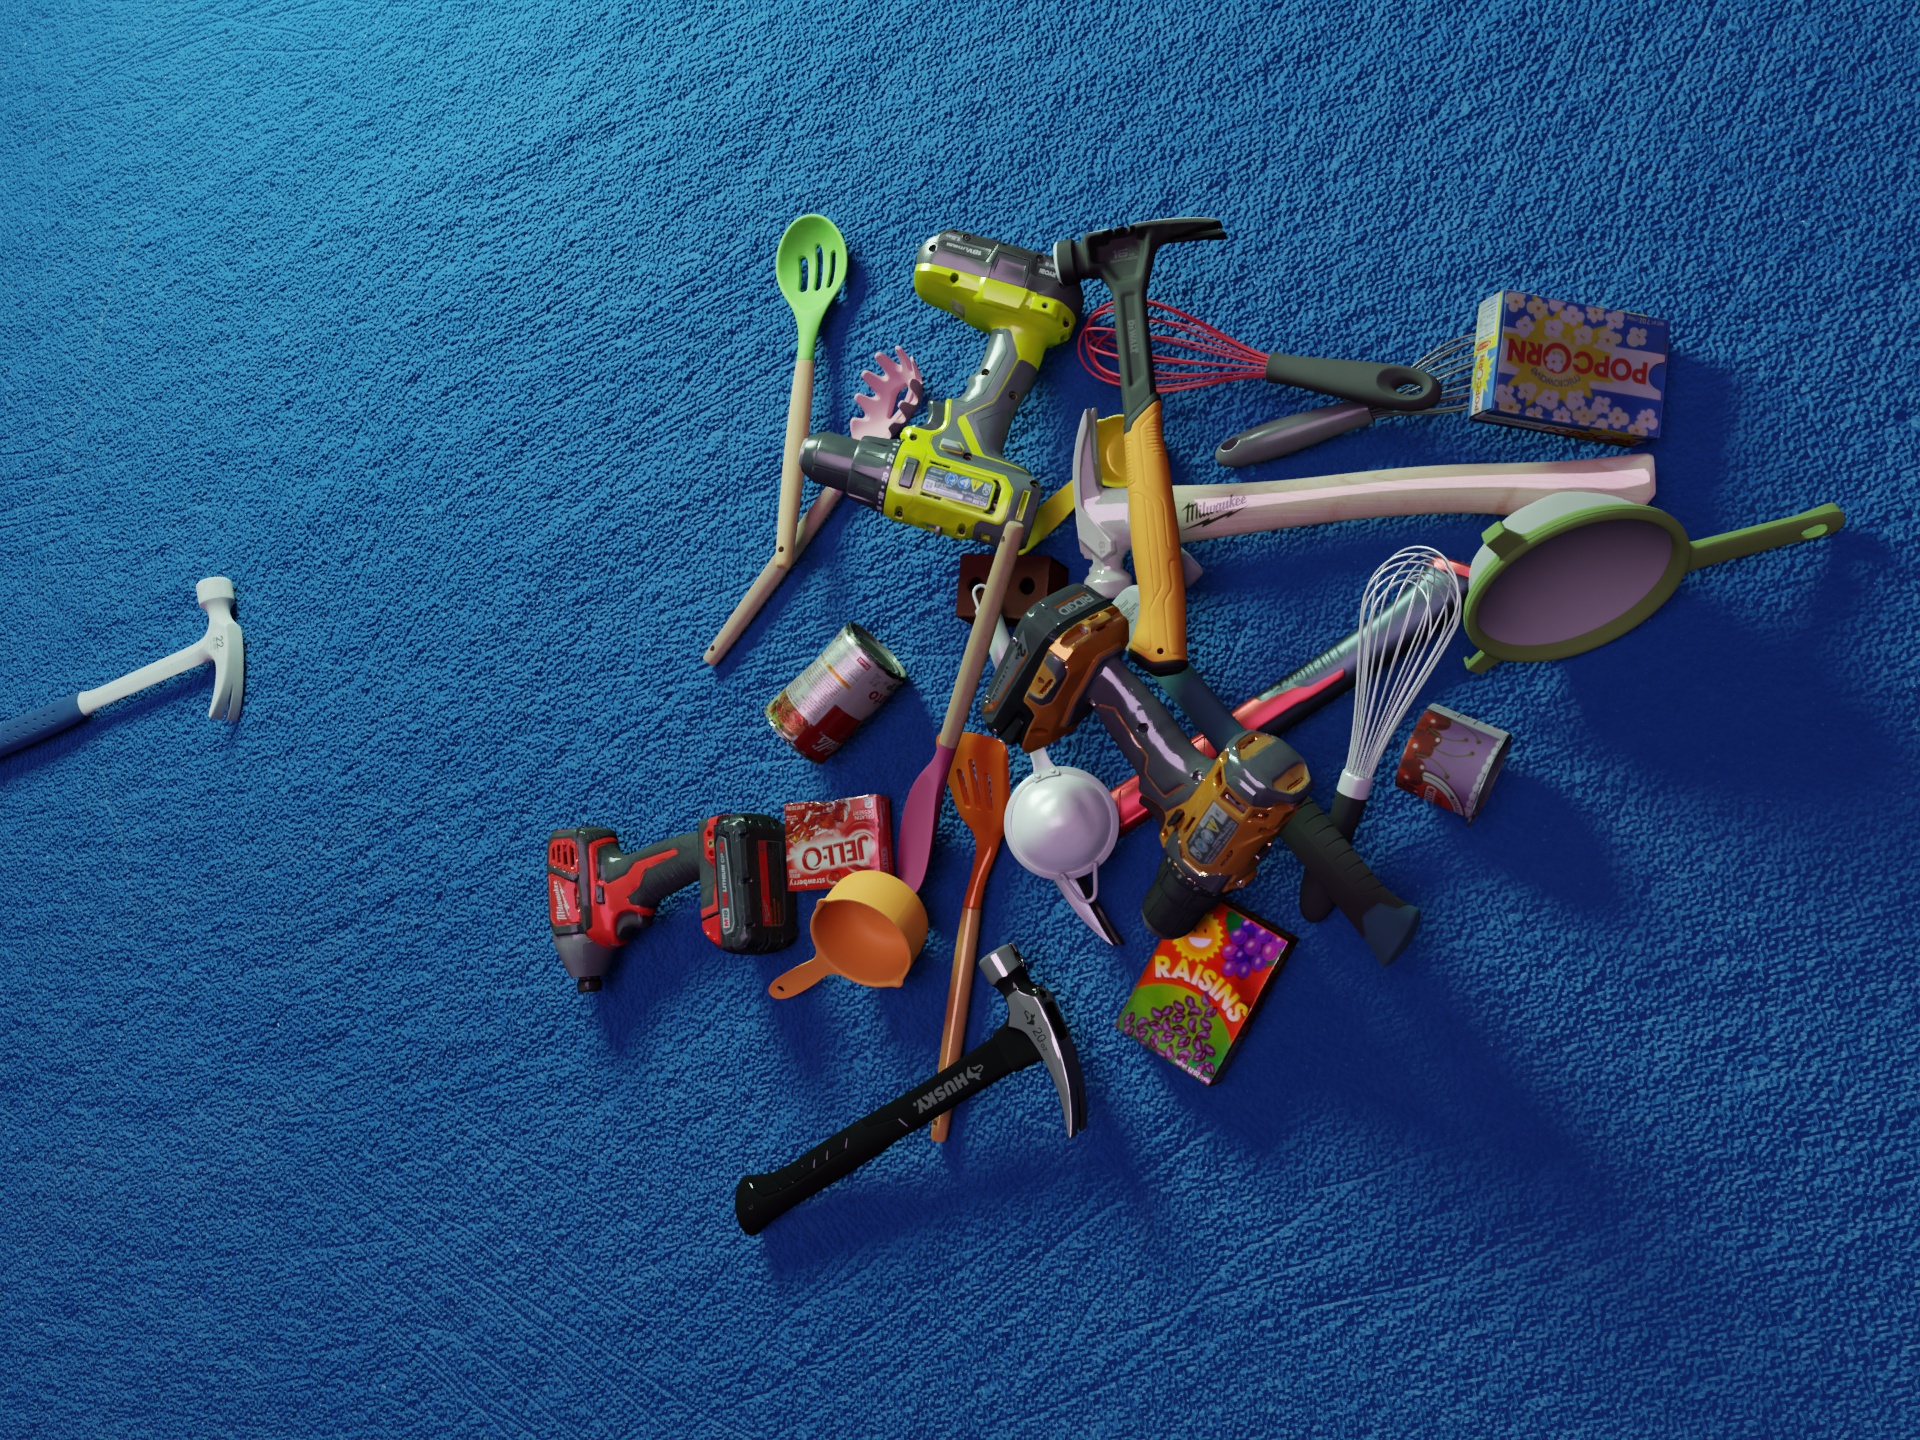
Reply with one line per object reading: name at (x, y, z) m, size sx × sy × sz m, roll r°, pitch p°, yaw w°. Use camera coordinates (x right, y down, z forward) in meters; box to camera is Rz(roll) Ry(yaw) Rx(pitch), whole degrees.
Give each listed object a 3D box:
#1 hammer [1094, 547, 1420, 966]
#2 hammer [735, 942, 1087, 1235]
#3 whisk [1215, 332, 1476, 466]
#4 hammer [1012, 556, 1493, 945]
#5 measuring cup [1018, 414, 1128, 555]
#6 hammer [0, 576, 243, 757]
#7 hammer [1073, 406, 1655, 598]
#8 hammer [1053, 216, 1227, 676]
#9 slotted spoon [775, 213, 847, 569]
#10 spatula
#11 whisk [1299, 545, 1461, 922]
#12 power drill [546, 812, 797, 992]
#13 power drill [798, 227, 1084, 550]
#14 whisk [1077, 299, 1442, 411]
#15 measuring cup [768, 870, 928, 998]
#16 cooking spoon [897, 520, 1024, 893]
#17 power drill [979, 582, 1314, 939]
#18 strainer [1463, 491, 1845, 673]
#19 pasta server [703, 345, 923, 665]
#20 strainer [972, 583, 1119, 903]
hammer at (0.209, 0.032, 1.133) m, size 0.128 × 0.033 × 0.331 m, roll -44°, pitch 65°, yaw 15°
hammer at (-0.050, 0.319, 1.244) m, size 0.334 × 0.035 × 0.146 m, roll -36°, pitch 76°, yaw 21°
whisk at (0.301, -0.233, 1.177) m, size 0.239 × 0.055 × 0.055 m, roll -16°, pitch 78°, yaw 25°
hammer at (0.227, 0.015, 1.181) m, size 0.386 × 0.038 × 0.143 m, roll -34°, pitch 74°, yaw 15°
measuring cup at (0.096, -0.182, 1.270) m, size 0.156 × 0.029 × 0.062 m, roll -40°, pitch 78°, yaw 26°
hammer at (-0.902, -0.015, 1.652) m, size 0.405 × 0.035 × 0.144 m, roll -19°, pitch 77°, yaw 19°
hammer at (0.284, -0.172, 1.163) m, size 0.411 × 0.038 × 0.146 m, roll -2°, pitch 103°, yaw 20°
hammer at (0.143, -0.200, 1.160) m, size 0.127 × 0.034 × 0.337 m, roll -6°, pitch 82°, yaw 17°
slotted spoon at (-0.136, -0.281, 1.356) m, size 0.070 × 0.031 × 0.314 m, roll 0°, pitch 78°, yaw 23°
spatula at (-0.001, 0.171, 1.255) m, size 0.081 × 0.041 × 0.322 m, roll 6°, pitch 88°, yaw 47°
whisk at (0.289, 0.015, 1.121) m, size 0.070 × 0.070 × 0.284 m, roll 21°, pitch 108°, yaw 23°
power drill at (-0.253, 0.153, 1.345) m, size 0.220 × 0.078 × 0.143 m, roll -8°, pitch 81°, yaw 24°
power drill at (-0.010, -0.261, 1.257) m, size 0.190 × 0.080 × 0.228 m, roll 17°, pitch 84°, yaw 3°
whisk at (0.215, -0.268, 1.189) m, size 0.296 × 0.073 × 0.073 m, roll 18°, pitch 91°, yaw 31°
measuring cup at (-0.095, 0.180, 1.290) m, size 0.095 × 0.052 × 0.173 m, roll 48°, pitch 131°, yaw -9°
cooking spoon at (-0.002, -0.004, 1.228) m, size 0.069 × 0.017 × 0.318 m, roll -125°, pitch 46°, yaw -56°
power drill at (0.120, 0.036, 1.120) m, size 0.226 × 0.084 × 0.185 m, roll 43°, pitch 135°, yaw 19°
strainer at (0.457, -0.123, 1.076) m, size 0.256 × 0.151 × 0.069 m, roll -14°, pitch 53°, yaw 2°
pasta server at (-0.129, -0.176, 1.351) m, size 0.316 × 0.040 × 0.060 m, roll -52°, pitch 52°, yaw 10°
strainer at (0.054, 0.014, 1.204) m, size 0.087 × 0.050 × 0.258 m, roll -20°, pitch 77°, yaw 1°
